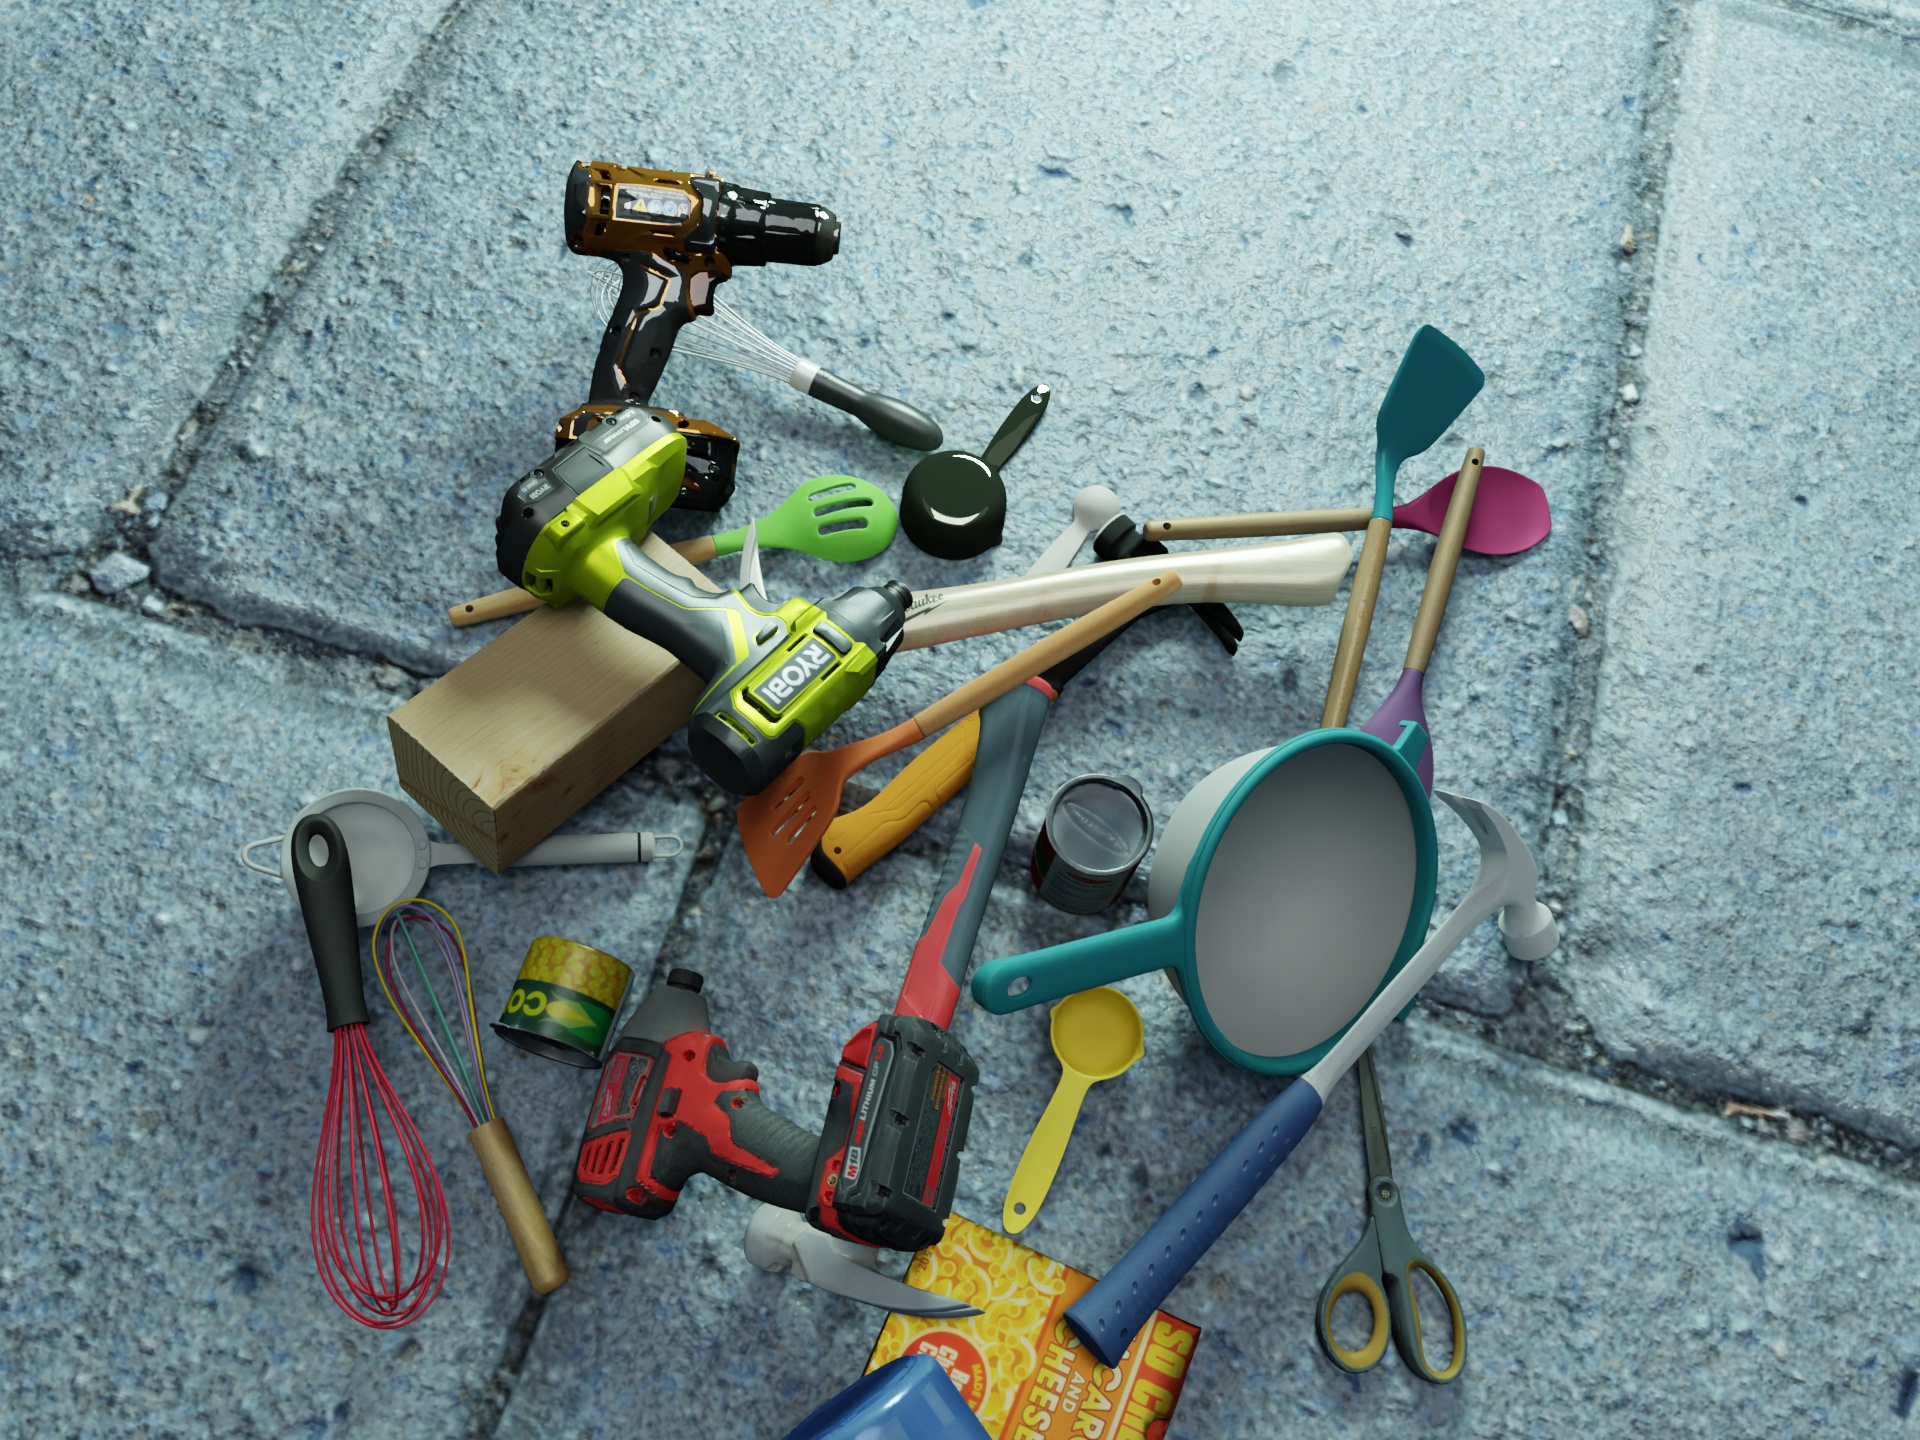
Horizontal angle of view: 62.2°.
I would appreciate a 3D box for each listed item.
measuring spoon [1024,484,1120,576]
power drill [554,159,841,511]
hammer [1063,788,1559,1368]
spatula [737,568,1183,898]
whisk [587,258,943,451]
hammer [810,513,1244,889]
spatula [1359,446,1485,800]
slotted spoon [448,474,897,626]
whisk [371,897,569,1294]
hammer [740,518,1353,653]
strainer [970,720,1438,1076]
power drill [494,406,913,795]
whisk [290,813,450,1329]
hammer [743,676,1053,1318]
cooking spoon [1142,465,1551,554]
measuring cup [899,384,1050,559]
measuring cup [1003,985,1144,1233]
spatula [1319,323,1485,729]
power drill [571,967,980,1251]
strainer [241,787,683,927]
[{"bbox_3d":[0.073,-0.123,1.125,0.034,0.018,0.124,34,68,10],"label":"measuring spoon"},{"bbox_3d":[-0.182,-0.260,1.085,0.185,0.084,0.226,5,90,-3],"label":"power drill"},{"bbox_3d":[0.208,0.205,0.927,0.405,0.035,0.144,-41,120,-20],"label":"hammer"},{"bbox_3d":[-0.002,-0.003,0.992,0.322,0.041,0.081,-30,50,1],"label":"spatula"},{"bbox_3d":[-0.141,-0.262,1.149,0.284,0.070,0.070,26,66,1],"label":"whisk"},{"bbox_3d":[0.038,-0.001,1.059,0.337,0.034,0.127,-40,74,-20],"label":"hammer"},{"bbox_3d":[0.324,-0.055,1.106,0.060,0.018,0.316,19,72,2],"label":"spatula"},{"bbox_3d":[-0.193,-0.111,1.092,0.313,0.031,0.070,-16,71,-11],"label":"slotted spoon"},{"bbox_3d":[-0.281,0.213,0.924,0.047,0.051,0.245,-19,75,-34],"label":"whisk"},{"bbox_3d":[0.059,-0.091,1.065,0.410,0.038,0.146,-9,64,-8],"label":"hammer"},{"bbox_3d":[0.133,0.110,0.936,0.340,0.095,0.211,-9,106,-31],"label":"strainer"},{"bbox_3d":[-0.150,-0.079,0.954,0.223,0.080,0.171,39,57,8],"label":"power drill"},{"bbox_3d":[-0.345,0.193,0.904,0.073,0.073,0.296,-13,75,-11],"label":"whisk"},{"bbox_3d":[0.001,0.148,0.943,0.143,0.038,0.386,7,66,28],"label":"hammer"},{"bbox_3d":[0.281,-0.144,1.138,0.319,0.017,0.069,-5,78,-15],"label":"cooking spoon"},{"bbox_3d":[0.020,-0.189,1.138,0.083,0.038,0.168,32,69,9],"label":"measuring cup"},{"bbox_3d":[0.062,0.236,0.966,0.062,0.029,0.156,25,78,6],"label":"measuring cup"},{"bbox_3d":[0.294,-0.116,1.102,0.082,0.044,0.318,26,74,-36],"label":"spatula"},{"bbox_3d":[-0.108,0.213,0.888,0.220,0.078,0.143,-1,62,28],"label":"power drill"},{"bbox_3d":[-0.303,0.084,0.987,0.258,0.050,0.087,-1,74,-12],"label":"strainer"}]
